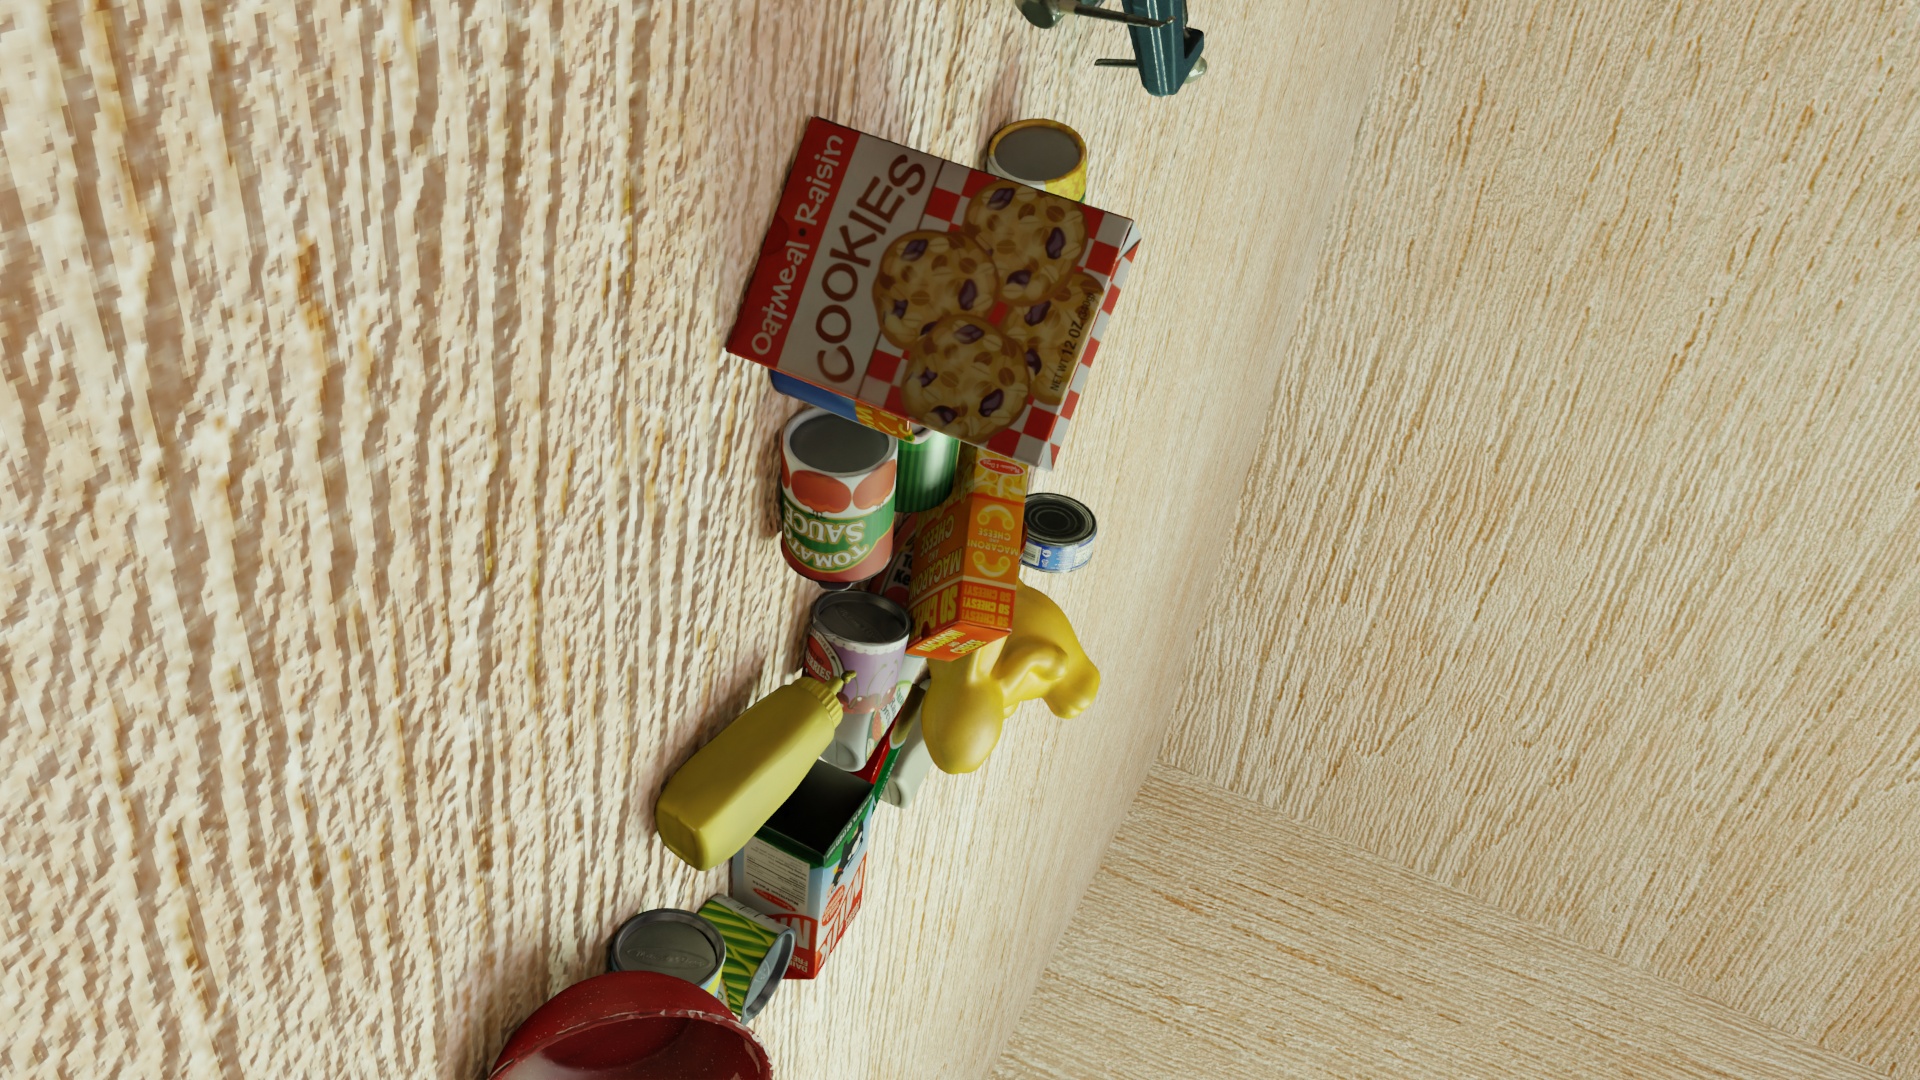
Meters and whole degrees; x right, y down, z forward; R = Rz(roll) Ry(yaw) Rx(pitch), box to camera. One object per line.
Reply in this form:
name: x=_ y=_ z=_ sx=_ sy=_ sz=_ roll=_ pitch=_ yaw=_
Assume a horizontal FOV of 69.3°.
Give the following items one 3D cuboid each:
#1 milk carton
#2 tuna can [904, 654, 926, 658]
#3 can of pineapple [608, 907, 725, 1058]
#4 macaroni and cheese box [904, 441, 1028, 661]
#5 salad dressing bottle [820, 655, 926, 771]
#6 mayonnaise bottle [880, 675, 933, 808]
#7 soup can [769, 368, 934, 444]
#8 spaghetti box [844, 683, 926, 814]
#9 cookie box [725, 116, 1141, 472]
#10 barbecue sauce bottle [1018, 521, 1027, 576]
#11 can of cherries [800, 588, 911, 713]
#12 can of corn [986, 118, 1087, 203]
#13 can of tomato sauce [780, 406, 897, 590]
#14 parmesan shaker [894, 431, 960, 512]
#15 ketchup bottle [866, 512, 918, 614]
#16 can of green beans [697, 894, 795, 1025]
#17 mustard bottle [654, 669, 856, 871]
milk carton: x=-0.115 y=0.243 z=0.993 sx=0.073 sy=0.073 sz=0.189 roll=-51 pitch=158 yaw=-46
tuna can: x=-0.027 y=0.053 z=1.038 sx=0.071 sy=0.071 sz=0.032 roll=-60 pitch=163 yaw=-28
can of pineapple: x=-0.178 y=0.264 z=0.827 sx=0.071 sy=0.071 sz=0.057 roll=-42 pitch=150 yaw=-57
macaroni and cheese box: x=0.003 y=-0.012 z=0.928 sx=0.123 sy=0.040 sz=0.167 roll=144 pitch=-45 yaw=-66
salad dressing bottle: x=-0.058 y=0.106 z=1.053 sx=0.148 sy=0.044 sz=0.064 roll=-56 pitch=159 yaw=-38
mayonnaise bottle: x=-0.030 y=0.161 z=1.228 sx=0.064 sy=0.041 sz=0.149 roll=86 pitch=29 yaw=-51
soup can: x=-0.049 y=-0.097 z=0.739 sx=0.072 sy=0.084 sz=0.071 roll=-57 pitch=161 yaw=-33
spaghetti box: x=-0.094 y=0.227 z=1.124 sx=0.250 sy=0.029 sz=0.050 roll=-66 pitch=163 yaw=-7
cookie box: x=-0.014 y=-0.119 z=0.670 sx=0.040 sy=0.167 sz=0.123 roll=4 pitch=107 yaw=-77
barbecue sauce bottle: x=0.029 y=0.047 z=1.264 sx=0.065 sy=0.044 sz=0.147 roll=-55 pitch=160 yaw=-43
can of cherries: x=-0.073 y=0.074 z=0.928 sx=0.072 sy=0.071 sz=0.058 roll=-42 pitch=151 yaw=-57
can of corn: x=0.051 y=-0.237 z=0.917 sx=0.071 sy=0.071 sz=0.058 roll=-59 pitch=162 yaw=-29
can of tomato sauce: x=-0.071 y=-0.025 z=0.794 sx=0.071 sy=0.071 sz=0.082 roll=-53 pitch=158 yaw=-43
parmesan shaker: x=-0.030 y=-0.074 z=0.858 sx=0.072 sy=0.071 sz=0.102 roll=-52 pitch=158 yaw=-45
ketchup bottle: x=-0.022 y=0.007 z=1.018 sx=0.043 sy=0.065 sz=0.149 roll=-53 pitch=-166 yaw=59
can of green beans: x=-0.154 y=0.283 z=0.946 sx=0.071 sy=0.058 sz=0.071 roll=-58 pitch=162 yaw=-32
mustard bottle: x=-0.117 y=0.128 z=0.848 sx=0.161 sy=0.049 sz=0.065 roll=-44 pitch=154 yaw=-39
